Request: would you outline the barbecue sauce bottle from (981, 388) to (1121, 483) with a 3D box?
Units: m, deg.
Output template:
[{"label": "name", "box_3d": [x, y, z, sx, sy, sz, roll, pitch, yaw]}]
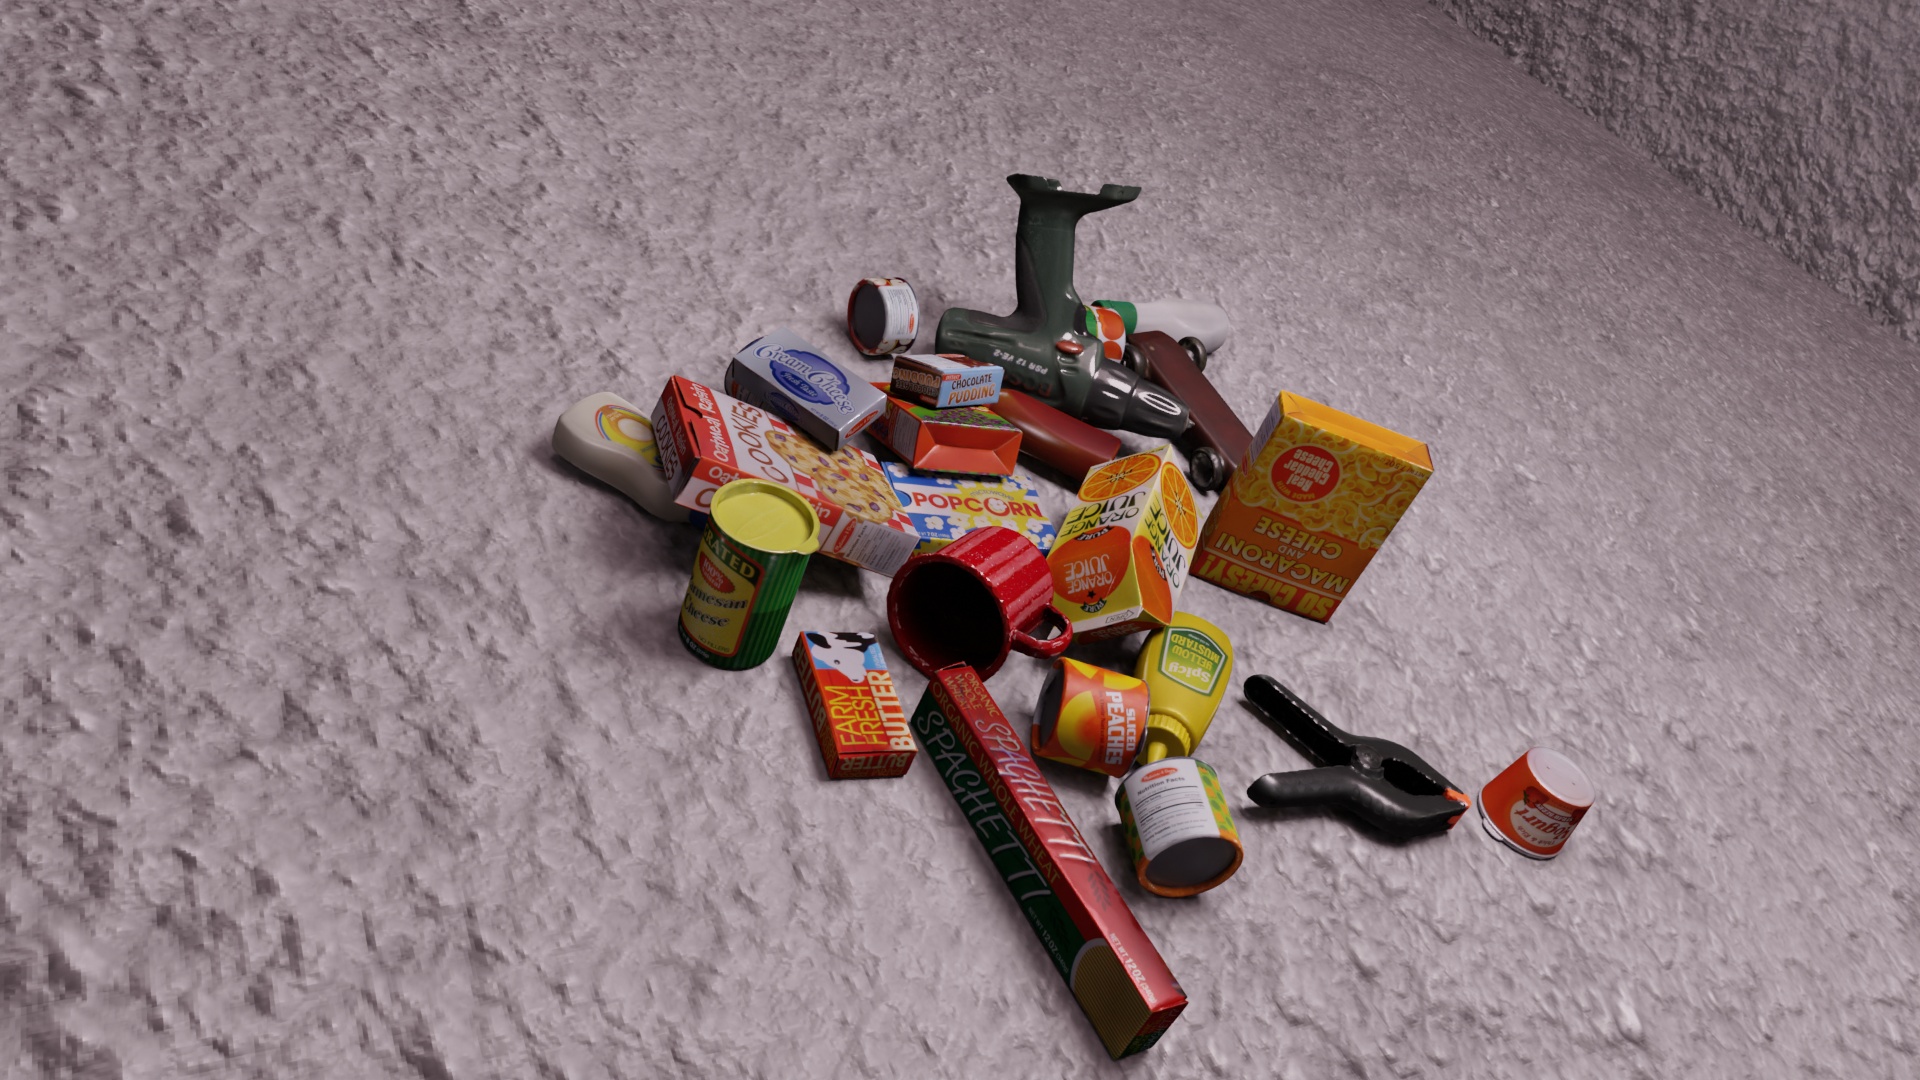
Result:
[{"label": "barbecue sauce bottle", "box_3d": [0.059, -0.095, 1.158, 0.148, 0.043, 0.065, 26, 23, 4]}]

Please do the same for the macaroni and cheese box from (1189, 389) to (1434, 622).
[{"label": "macaroni and cheese box", "box_3d": [0.268, -0.022, 1.082, 0.124, 0.165, 0.040, 20, 37, -6]}]

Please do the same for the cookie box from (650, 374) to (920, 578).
[{"label": "cookie box", "box_3d": [-0.121, -0.044, 0.945, 0.167, 0.040, 0.123, 21, 21, -30]}]

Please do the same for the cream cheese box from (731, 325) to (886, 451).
[{"label": "cream cheese box", "box_3d": [-0.108, -0.110, 0.994, 0.104, 0.024, 0.053, 35, 53, 20]}]

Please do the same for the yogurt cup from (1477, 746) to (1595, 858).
[{"label": "yogurt cup", "box_3d": [0.417, 0.186, 1.000, 0.072, 0.053, 0.073, 16, 37, -12]}]

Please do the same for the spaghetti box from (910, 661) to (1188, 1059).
[{"label": "spaghetti box", "box_3d": [0.043, 0.177, 0.807, 0.029, 0.050, 0.251, -5, 45, -35]}]

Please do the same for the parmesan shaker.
[{"label": "parmesan shaker", "box_3d": [-0.130, 0.024, 0.856, 0.071, 0.102, 0.072, 15, 37, -12]}]

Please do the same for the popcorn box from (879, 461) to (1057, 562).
[{"label": "popcorn box", "box_3d": [0.004, -0.013, 1.031, 0.127, 0.038, 0.085, 5, 41, -24]}]

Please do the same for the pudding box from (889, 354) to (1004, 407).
[{"label": "pudding box", "box_3d": [-0.010, -0.125, 1.078, 0.050, 0.030, 0.084, 21, 19, 31]}]

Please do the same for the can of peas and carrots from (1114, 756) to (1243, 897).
[{"label": "can of peas and carrots", "box_3d": [0.134, 0.176, 0.847, 0.071, 0.070, 0.059, 9, 39, -19]}]

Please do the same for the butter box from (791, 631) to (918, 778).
[{"label": "butter box", "box_3d": [-0.067, 0.100, 0.862, 0.053, 0.024, 0.104, 3, 41, -27]}]

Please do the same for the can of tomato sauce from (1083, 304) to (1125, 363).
[{"label": "can of tomato sauce", "box_3d": [0.100, -0.187, 1.275, 0.083, 0.070, 0.071, 2, 41, -28]}]

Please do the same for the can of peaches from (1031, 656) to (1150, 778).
[{"label": "can of peaches", "box_3d": [0.083, 0.114, 0.891, 0.058, 0.071, 0.071, 17, 37, -8]}]

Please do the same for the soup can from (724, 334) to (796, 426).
[{"label": "soup can", "box_3d": [-0.127, -0.106, 1.050, 0.071, 0.071, 0.084, -15, 52, -41]}]

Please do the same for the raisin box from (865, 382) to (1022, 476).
[{"label": "raisin box", "box_3d": [-0.019, -0.088, 1.076, 0.086, 0.040, 0.123, 3, 18, -26]}]

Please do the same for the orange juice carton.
[{"label": "orange juice carton", "box_3d": [0.117, 0.011, 1.013, 0.073, 0.071, 0.194, 63, 30, -21]}]

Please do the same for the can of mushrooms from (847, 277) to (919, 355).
[{"label": "can of mushrooms", "box_3d": [-0.068, -0.192, 1.193, 0.033, 0.070, 0.071, -9, 48, -36]}]

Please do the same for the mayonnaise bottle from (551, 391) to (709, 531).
[{"label": "mayonnaise bottle", "box_3d": [-0.204, -0.046, 0.953, 0.148, 0.041, 0.065, 32, 34, 10]}]

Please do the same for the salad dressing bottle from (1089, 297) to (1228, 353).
[{"label": "salad dressing bottle", "box_3d": [0.197, -0.217, 1.390, 0.148, 0.043, 0.064, 1, 44, -27]}]

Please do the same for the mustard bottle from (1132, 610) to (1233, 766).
[{"label": "mustard bottle", "box_3d": [0.145, 0.111, 0.945, 0.065, 0.048, 0.161, 25, 36, 4]}]
